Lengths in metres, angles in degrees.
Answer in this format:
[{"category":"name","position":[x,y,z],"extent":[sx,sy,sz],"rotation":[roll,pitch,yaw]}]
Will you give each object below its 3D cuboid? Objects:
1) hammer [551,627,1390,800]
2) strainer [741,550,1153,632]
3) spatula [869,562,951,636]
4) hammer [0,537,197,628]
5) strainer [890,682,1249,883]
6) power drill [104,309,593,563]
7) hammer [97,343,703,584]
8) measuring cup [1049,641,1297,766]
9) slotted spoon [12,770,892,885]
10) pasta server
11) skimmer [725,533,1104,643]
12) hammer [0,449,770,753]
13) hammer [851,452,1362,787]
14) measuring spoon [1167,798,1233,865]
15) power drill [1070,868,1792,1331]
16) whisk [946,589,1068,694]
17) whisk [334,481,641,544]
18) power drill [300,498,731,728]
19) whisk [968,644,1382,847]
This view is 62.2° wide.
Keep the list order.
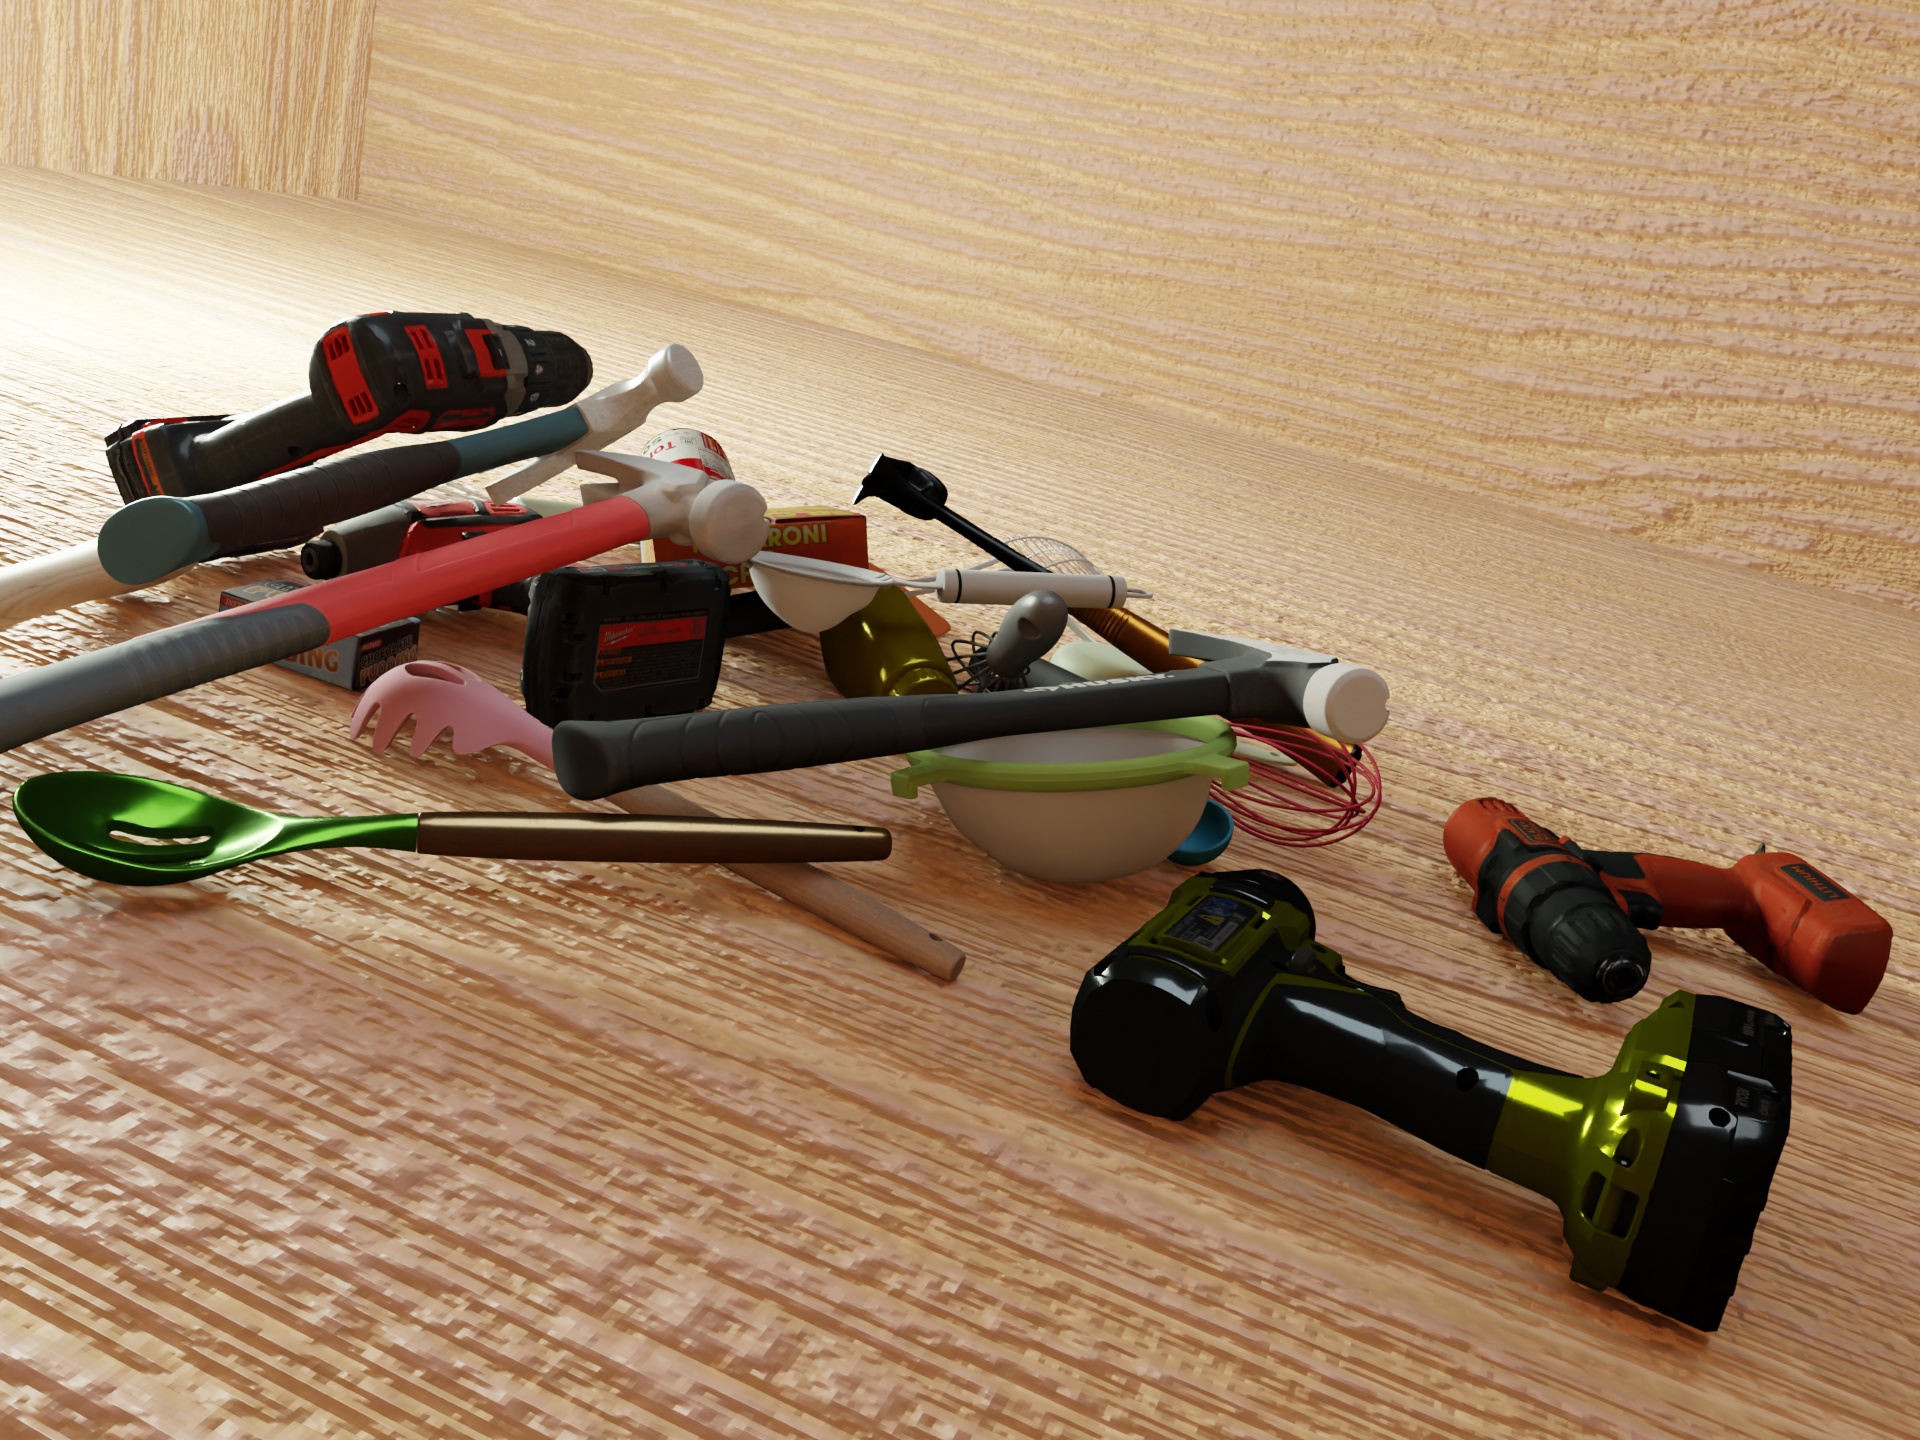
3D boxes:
[{"category":"hammer","position":[-0.001,-0.002,0.675],"extent":[0.334,0.035,0.146],"rotation":[-6,12,-17]},{"category":"strainer","position":[-0.014,-0.071,0.864],"extent":[0.258,0.050,0.087],"rotation":[1,13,-17]},{"category":"spatula","position":[-0.152,-0.118,1.142],"extent":[0.323,0.041,0.081],"rotation":[19,21,31]},{"category":"hammer","position":[-0.405,-0.044,0.639],"extent":[0.146,0.038,0.411],"rotation":[-21,14,6]},{"category":"strainer","position":[0.055,0.029,0.782],"extent":[0.151,0.069,0.256],"rotation":[-2,9,5]},{"category":"power drill","position":[-0.330,-0.164,0.882],"extent":[0.227,0.080,0.188],"rotation":[-18,6,25]},{"category":"hammer","position":[-0.258,-0.121,0.760],"extent":[0.128,0.033,0.331],"rotation":[-23,8,30]},{"category":"measuring cup","position":[0.131,-0.011,0.985],"extent":[0.168,0.038,0.083],"rotation":[18,19,20]},{"category":"slotted spoon","position":[-0.177,0.044,0.599],"extent":[0.313,0.031,0.070],"rotation":[3,21,-18]},{"category":"pasta server","position":[-0.136,0.041,0.678],"extent":[0.316,0.040,0.060],"rotation":[25,21,21]},{"category":"skimmer","position":[-0.043,-0.058,1.021],"extent":[0.363,0.090,0.127],"rotation":[-12,43,-32]},{"category":"hammer","position":[-0.274,-0.049,0.673],"extent":[0.143,0.038,0.386],"rotation":[19,33,41]},{"category":"hammer","position":[0.088,-0.061,0.949],"extent":[0.337,0.034,0.127],"rotation":[33,11,9]},{"category":"measuring spoon","position":[0.108,0.033,0.826],"extent":[0.042,0.021,0.129],"rotation":[-10,37,-3]},{"category":"power drill","position":[0.172,0.117,0.582],"extent":[0.223,0.080,0.171],"rotation":[18,19,24]},{"category":"whisk","position":[0.023,-0.037,0.840],"extent":[0.055,0.055,0.239],"rotation":[11,-9,-6]},{"category":"whisk","position":[-0.304,-0.137,1.056],"extent":[0.059,0.058,0.246],"rotation":[-4,-2,42]},{"category":"power drill","position":[-0.241,-0.069,0.853],"extent":[0.220,0.078,0.143],"rotation":[22,20,34]},{"category":"whisk","position":[0.108,0.003,0.900],"extent":[0.073,0.073,0.296],"rotation":[-5,20,-44]}]
